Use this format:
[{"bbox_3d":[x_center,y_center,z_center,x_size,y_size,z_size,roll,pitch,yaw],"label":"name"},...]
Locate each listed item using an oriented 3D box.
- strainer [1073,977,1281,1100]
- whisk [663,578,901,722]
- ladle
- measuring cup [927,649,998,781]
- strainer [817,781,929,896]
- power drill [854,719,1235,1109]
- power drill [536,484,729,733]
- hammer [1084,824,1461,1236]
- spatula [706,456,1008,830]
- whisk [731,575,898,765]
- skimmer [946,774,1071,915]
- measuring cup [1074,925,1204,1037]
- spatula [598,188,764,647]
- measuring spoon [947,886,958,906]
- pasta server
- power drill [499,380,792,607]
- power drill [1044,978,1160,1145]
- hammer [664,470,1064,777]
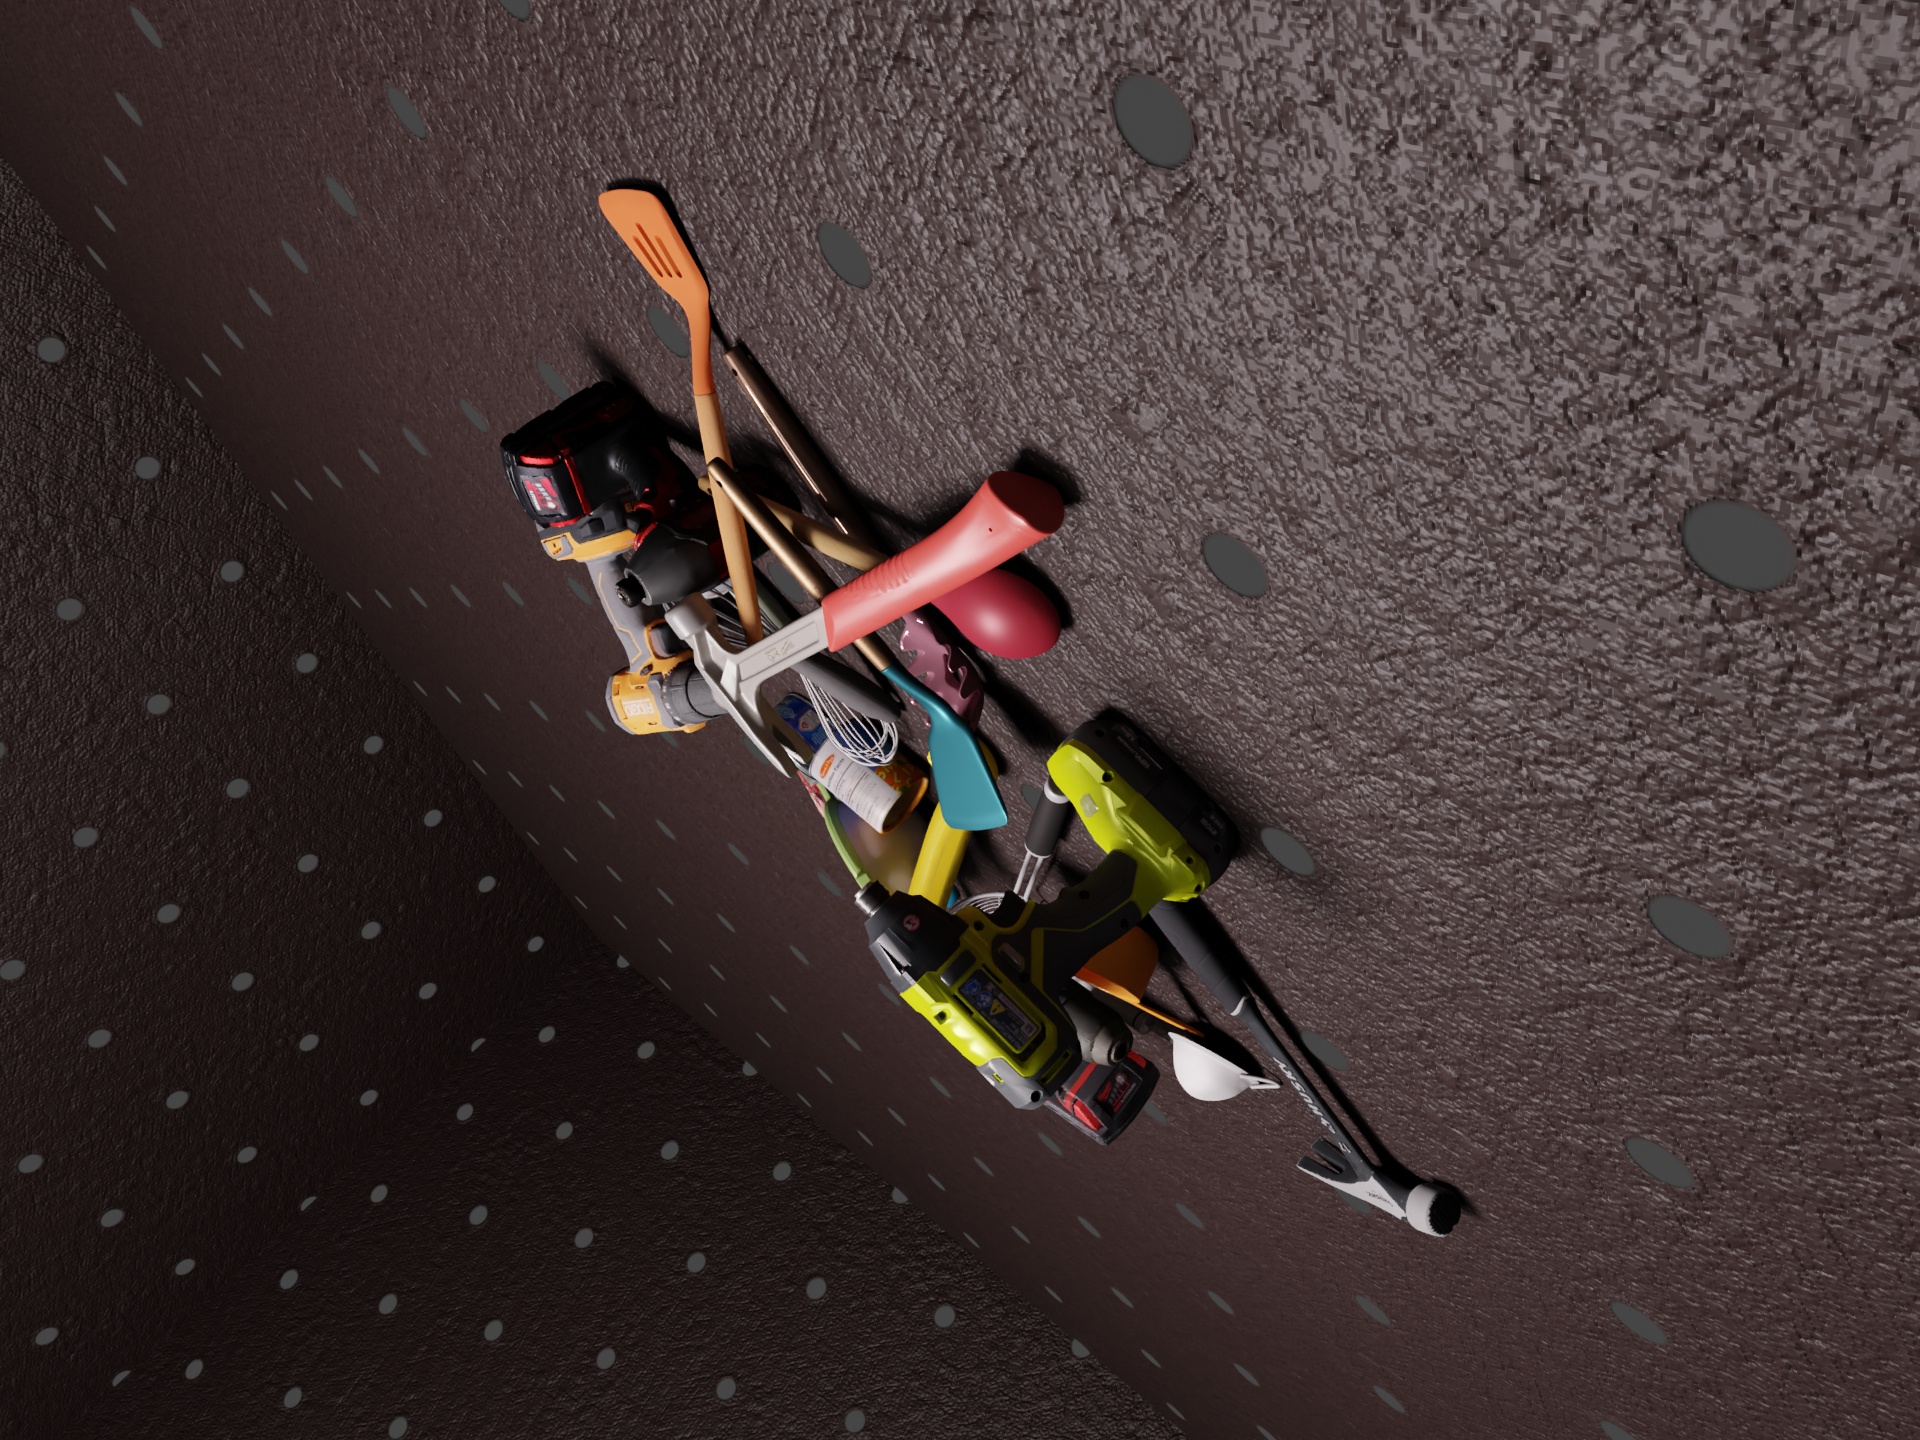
[{"bbox_3d":[0.163,0.267,1.371,0.259,0.050,0.086,30,169,44],"label":"strainer"},{"bbox_3d":[-0.141,-0.057,1.254,0.238,0.055,0.055,32,168,-29],"label":"whisk"},{"bbox_3d":[-0.066,-0.111,1.060,0.316,0.031,0.069,27,140,32],"label":"ladle"},{"bbox_3d":[-0.002,-0.004,1.214,0.062,0.029,0.156,28,141,38],"label":"measuring cup"},{"bbox_3d":[-0.029,0.150,1.476,0.256,0.069,0.152,49,-172,-41],"label":"strainer"},{"bbox_3d":[0.055,0.111,1.022,0.171,0.223,0.080,45,159,2],"label":"power drill"},{"bbox_3d":[-0.264,-0.097,1.353,0.185,0.084,0.226,-4,109,50],"label":"power drill"},{"bbox_3d":[0.218,0.224,1.191,0.408,0.036,0.149,53,159,-16],"label":"hammer"},{"bbox_3d":[-0.072,-0.051,1.096,0.317,0.044,0.082,49,153,-18],"label":"spatula"},{"bbox_3d":[-0.136,-0.059,1.332,0.058,0.059,0.246,-38,92,34],"label":"whisk"},{"bbox_3d":[0.049,0.151,1.296,0.127,0.090,0.363,18,154,3],"label":"skimmer"},{"bbox_3d":[0.145,0.201,1.281,0.173,0.052,0.095,32,167,-28],"label":"measuring cup"},{"bbox_3d":[-0.176,-0.196,1.077,0.081,0.041,0.322,20,127,48],"label":"spatula"},{"bbox_3d":[-0.063,0.152,1.562,0.128,0.021,0.042,25,147,10],"label":"measuring spoon"},{"bbox_3d":[-0.072,-0.119,1.103,0.060,0.040,0.316,-6,125,53],"label":"pasta server"},{"bbox_3d":[-0.244,-0.164,1.200,0.220,0.143,0.078,34,151,34],"label":"power drill"},{"bbox_3d":[0.086,0.255,1.281,0.188,0.080,0.226,27,159,40],"label":"power drill"},{"bbox_3d":[-0.057,-0.066,1.018,0.359,0.037,0.149,-22,109,49],"label":"hammer"}]
